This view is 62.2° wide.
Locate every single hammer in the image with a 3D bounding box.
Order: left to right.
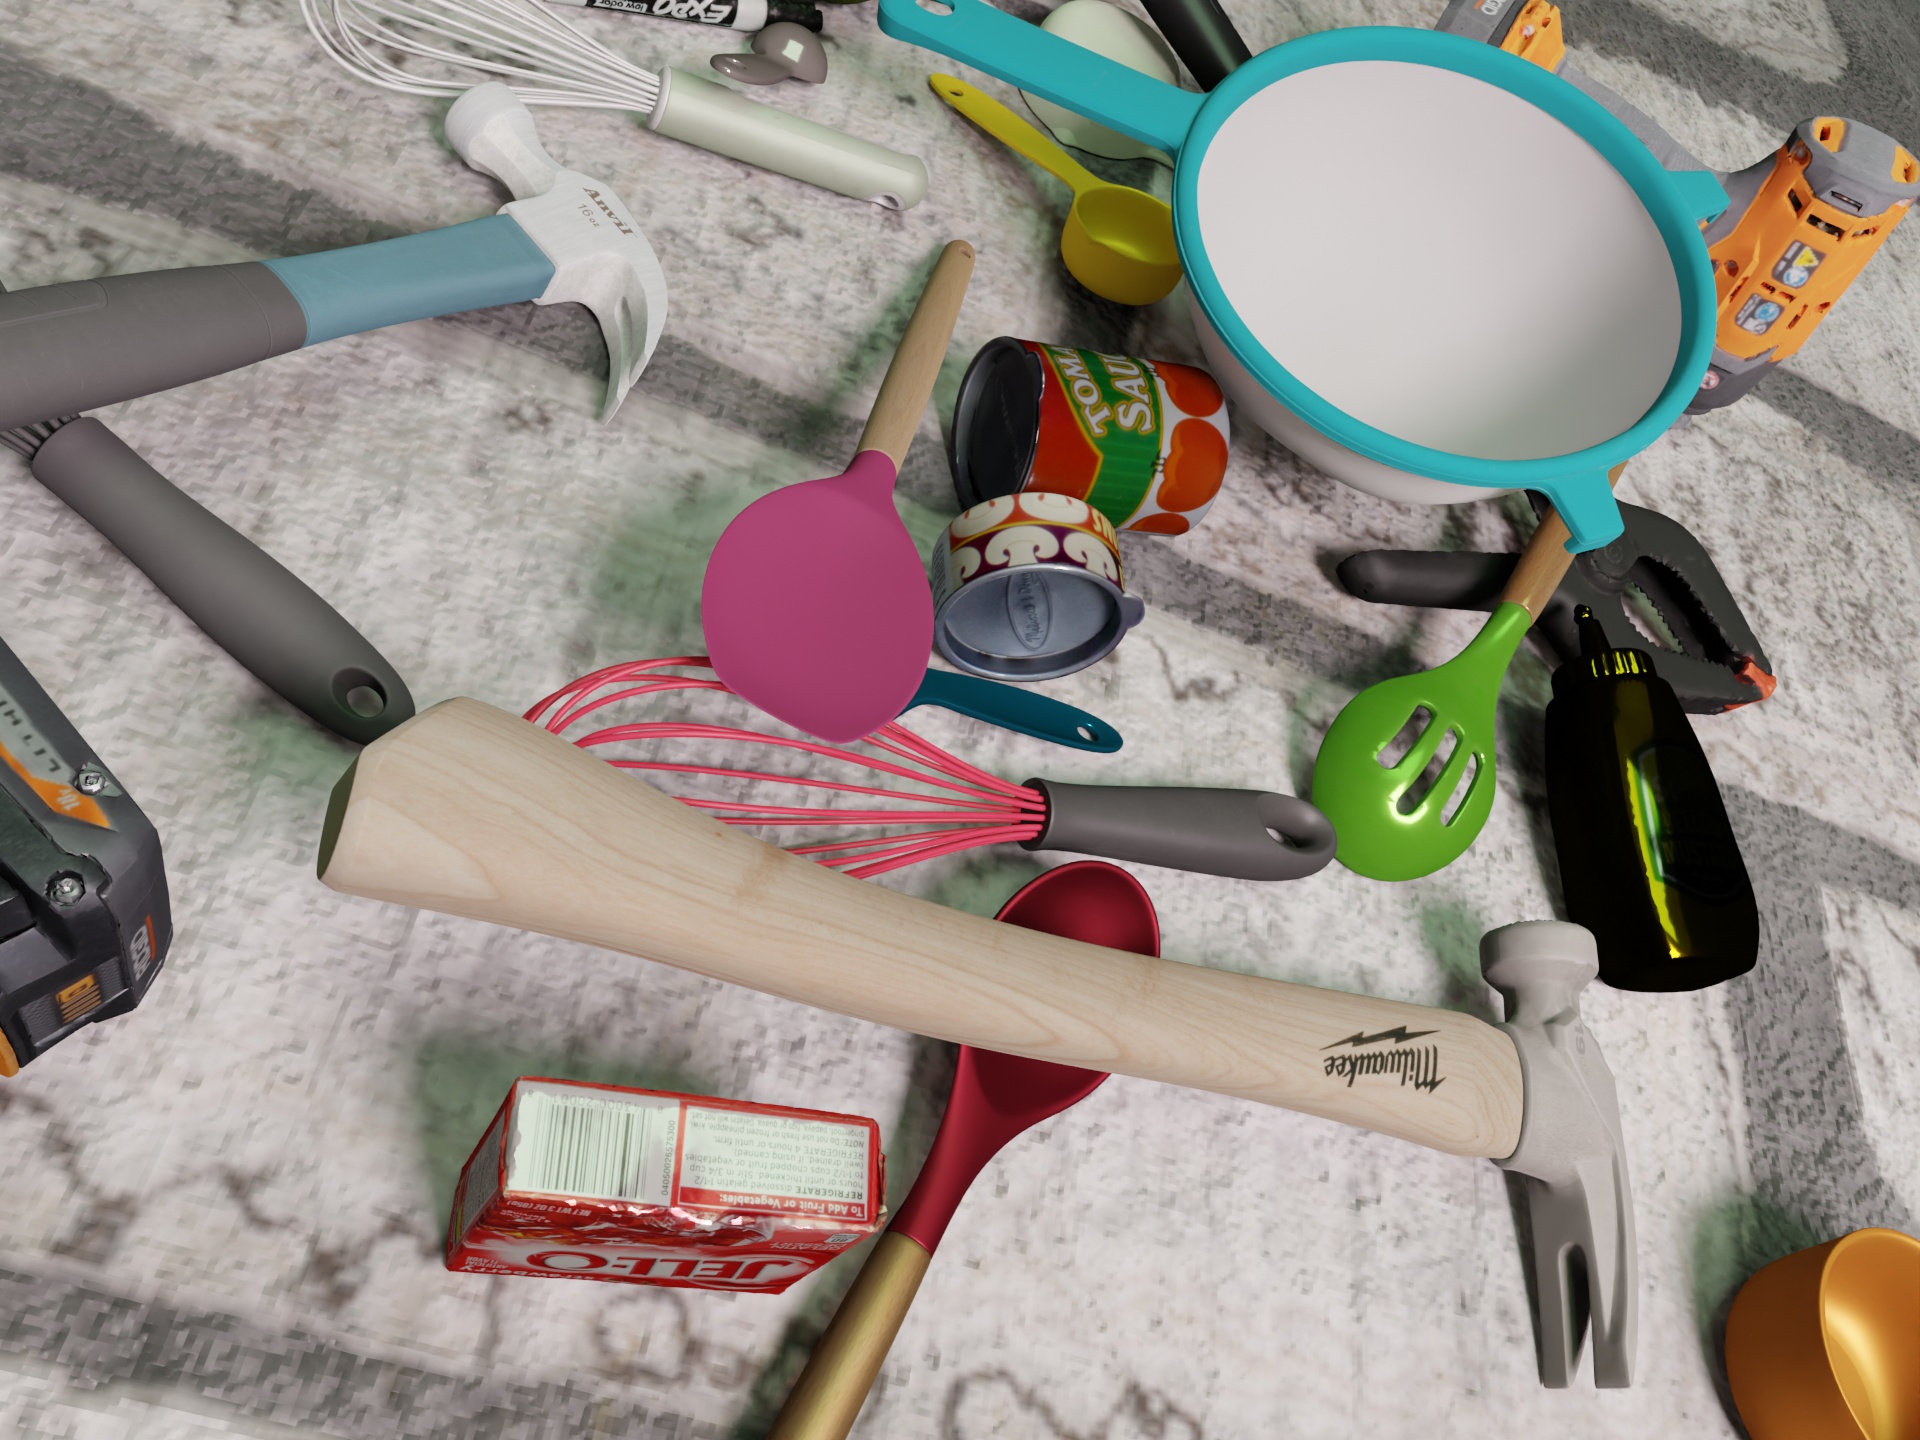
[{"bbox_3d":[-0.205,-0.115,0.447,0.128,0.033,0.331,48,38,3],"label":"hammer"},{"bbox_3d":[0.037,0.087,0.433,0.410,0.038,0.146,18,60,-27],"label":"hammer"},{"bbox_3d":[0.130,-0.280,0.731,0.146,0.035,0.335,-34,91,-37],"label":"hammer"}]

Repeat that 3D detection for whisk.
[{"bbox_3d":[-0.243,-0.076,0.439,0.239,0.055,0.055,42,50,-3],"label":"whisk"},{"bbox_3d":[-0.123,-0.242,0.610,0.246,0.058,0.059,10,90,-26],"label":"whisk"},{"bbox_3d":[0.006,0.027,0.494,0.295,0.073,0.073,7,56,-30],"label":"whisk"}]

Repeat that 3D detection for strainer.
[{"bbox_3d":[0.117,-0.190,0.631,0.340,0.095,0.211,26,65,4],"label":"strainer"}]

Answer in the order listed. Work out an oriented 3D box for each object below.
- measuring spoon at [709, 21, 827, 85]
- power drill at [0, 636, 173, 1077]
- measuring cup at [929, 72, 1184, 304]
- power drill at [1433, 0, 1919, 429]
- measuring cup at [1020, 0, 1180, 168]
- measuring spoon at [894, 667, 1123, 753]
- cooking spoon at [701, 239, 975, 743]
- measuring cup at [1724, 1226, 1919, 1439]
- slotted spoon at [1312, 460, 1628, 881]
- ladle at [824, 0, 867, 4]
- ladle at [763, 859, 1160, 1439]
[{"bbox_3d":[-0.076,-0.267,0.634,0.034,0.018,0.124,27,25,-5],"label":"measuring spoon"},{"bbox_3d":[-0.271,0.077,0.303,0.185,0.084,0.226,48,55,7],"label":"power drill"},{"bbox_3d":[0.038,-0.237,0.708,0.062,0.029,0.157,-30,64,-38],"label":"measuring cup"},{"bbox_3d":[0.316,-0.245,0.782,0.226,0.164,0.084,29,50,8],"label":"power drill"},{"bbox_3d":[0.107,-0.284,0.757,0.167,0.038,0.083,31,51,-4],"label":"measuring cup"},{"bbox_3d":[-0.001,-0.002,0.536,0.128,0.021,0.042,15,40,-29],"label":"measuring spoon"},{"bbox_3d":[-0.024,-0.097,0.536,0.068,0.017,0.319,29,38,-12],"label":"cooking spoon"},{"bbox_3d":[0.322,0.248,0.514,0.095,0.052,0.174,-34,81,-39],"label":"measuring cup"},{"bbox_3d":[0.230,-0.061,0.638,0.070,0.031,0.314,41,62,-5],"label":"slotted spoon"},{"bbox_3d":[-0.026,-0.439,0.782,0.078,0.062,0.320,29,48,-11],"label":"ladle"},{"bbox_3d":[-0.024,0.158,0.407,0.069,0.031,0.315,53,49,-24],"label":"ladle"}]
